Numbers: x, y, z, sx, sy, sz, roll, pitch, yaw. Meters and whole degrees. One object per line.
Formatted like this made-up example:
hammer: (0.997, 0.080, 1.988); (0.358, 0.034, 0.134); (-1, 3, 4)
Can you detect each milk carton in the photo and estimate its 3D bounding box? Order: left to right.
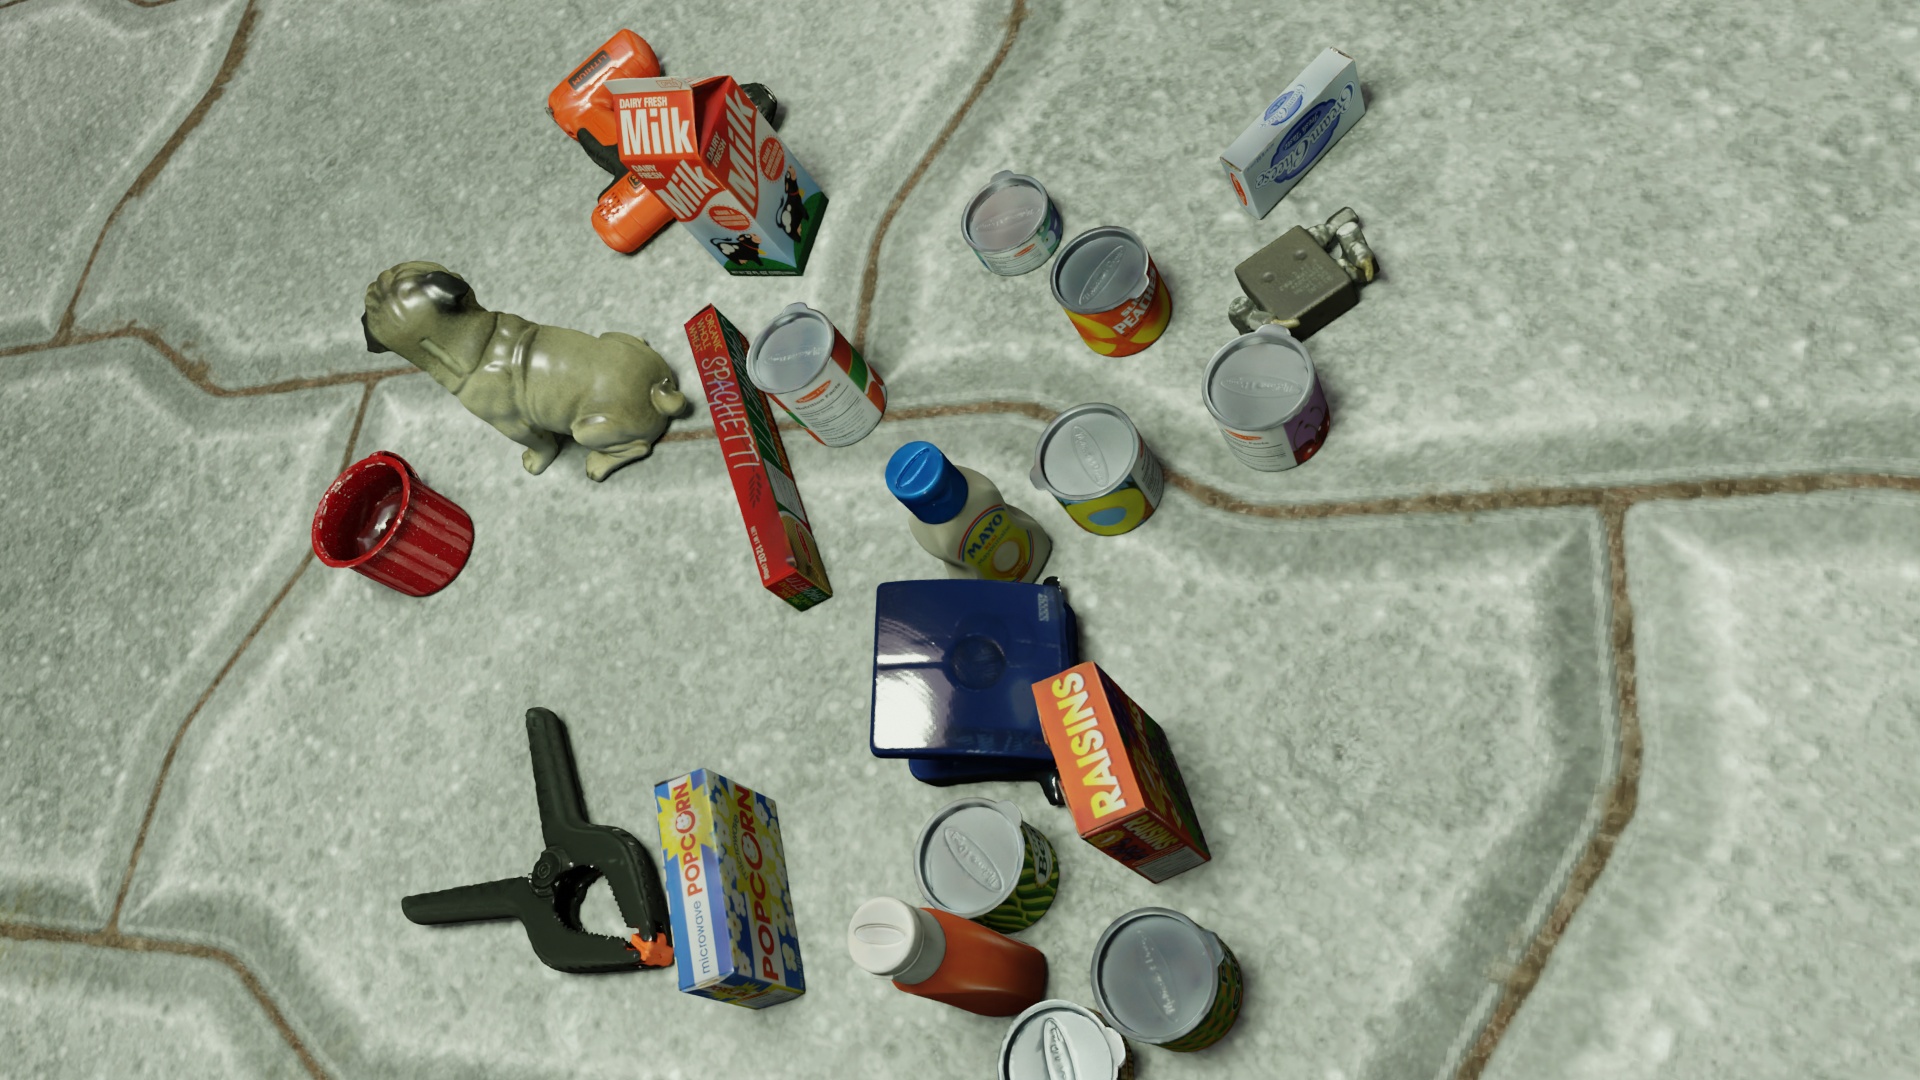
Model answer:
milk carton: (-0.179, -0.275, 1.015); (0.072, 0.190, 0.073); (6, 69, 28)

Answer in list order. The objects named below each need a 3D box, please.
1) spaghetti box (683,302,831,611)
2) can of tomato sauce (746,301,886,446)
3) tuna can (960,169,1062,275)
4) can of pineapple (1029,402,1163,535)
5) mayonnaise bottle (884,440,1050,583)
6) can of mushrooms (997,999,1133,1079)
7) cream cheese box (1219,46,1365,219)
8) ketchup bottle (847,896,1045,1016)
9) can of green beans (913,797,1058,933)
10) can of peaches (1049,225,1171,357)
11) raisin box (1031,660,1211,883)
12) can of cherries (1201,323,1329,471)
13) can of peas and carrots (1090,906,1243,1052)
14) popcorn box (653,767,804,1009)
spaghetti box: (-0.146, -0.063, 0.981); (0.028, 0.050, 0.251); (-29, 57, 11)
can of tomato sauce: (-0.098, -0.113, 0.963); (0.071, 0.083, 0.071); (-10, 63, 21)
tuna can: (0.036, -0.225, 0.983); (0.071, 0.032, 0.071); (-10, 62, 21)
can of pineapple: (0.085, -0.043, 0.857); (0.071, 0.057, 0.071); (-10, 62, 21)
mayonnaise bottle: (0.003, -0.010, 0.826); (0.041, 0.147, 0.065); (35, 85, 34)
can of mushrooms: (0.058, 0.277, 0.730); (0.071, 0.033, 0.071); (-10, 62, 21)
cream cheese box: (0.217, -0.265, 0.905); (0.104, 0.053, 0.024); (-46, 56, -1)
ketchup bottle: (-0.009, 0.217, 0.721); (0.064, 0.148, 0.044); (-4, 65, 24)
can of green beans: (0.015, 0.184, 0.781); (0.071, 0.057, 0.071); (-10, 62, 21)
can of peaches: (0.101, -0.161, 0.907); (0.071, 0.058, 0.071); (-10, 62, 21)
raisin box: (0.086, 0.125, 0.736); (0.040, 0.123, 0.086); (-25, 58, 13)
can of cherries: (0.185, -0.084, 0.830); (0.071, 0.058, 0.072); (-10, 62, 21)
can of peas and carrots: (0.109, 0.226, 0.715); (0.071, 0.058, 0.071); (-10, 62, 21)
popcorn box: (-0.137, 0.207, 0.825); (0.038, 0.085, 0.127); (-24, 58, 14)
